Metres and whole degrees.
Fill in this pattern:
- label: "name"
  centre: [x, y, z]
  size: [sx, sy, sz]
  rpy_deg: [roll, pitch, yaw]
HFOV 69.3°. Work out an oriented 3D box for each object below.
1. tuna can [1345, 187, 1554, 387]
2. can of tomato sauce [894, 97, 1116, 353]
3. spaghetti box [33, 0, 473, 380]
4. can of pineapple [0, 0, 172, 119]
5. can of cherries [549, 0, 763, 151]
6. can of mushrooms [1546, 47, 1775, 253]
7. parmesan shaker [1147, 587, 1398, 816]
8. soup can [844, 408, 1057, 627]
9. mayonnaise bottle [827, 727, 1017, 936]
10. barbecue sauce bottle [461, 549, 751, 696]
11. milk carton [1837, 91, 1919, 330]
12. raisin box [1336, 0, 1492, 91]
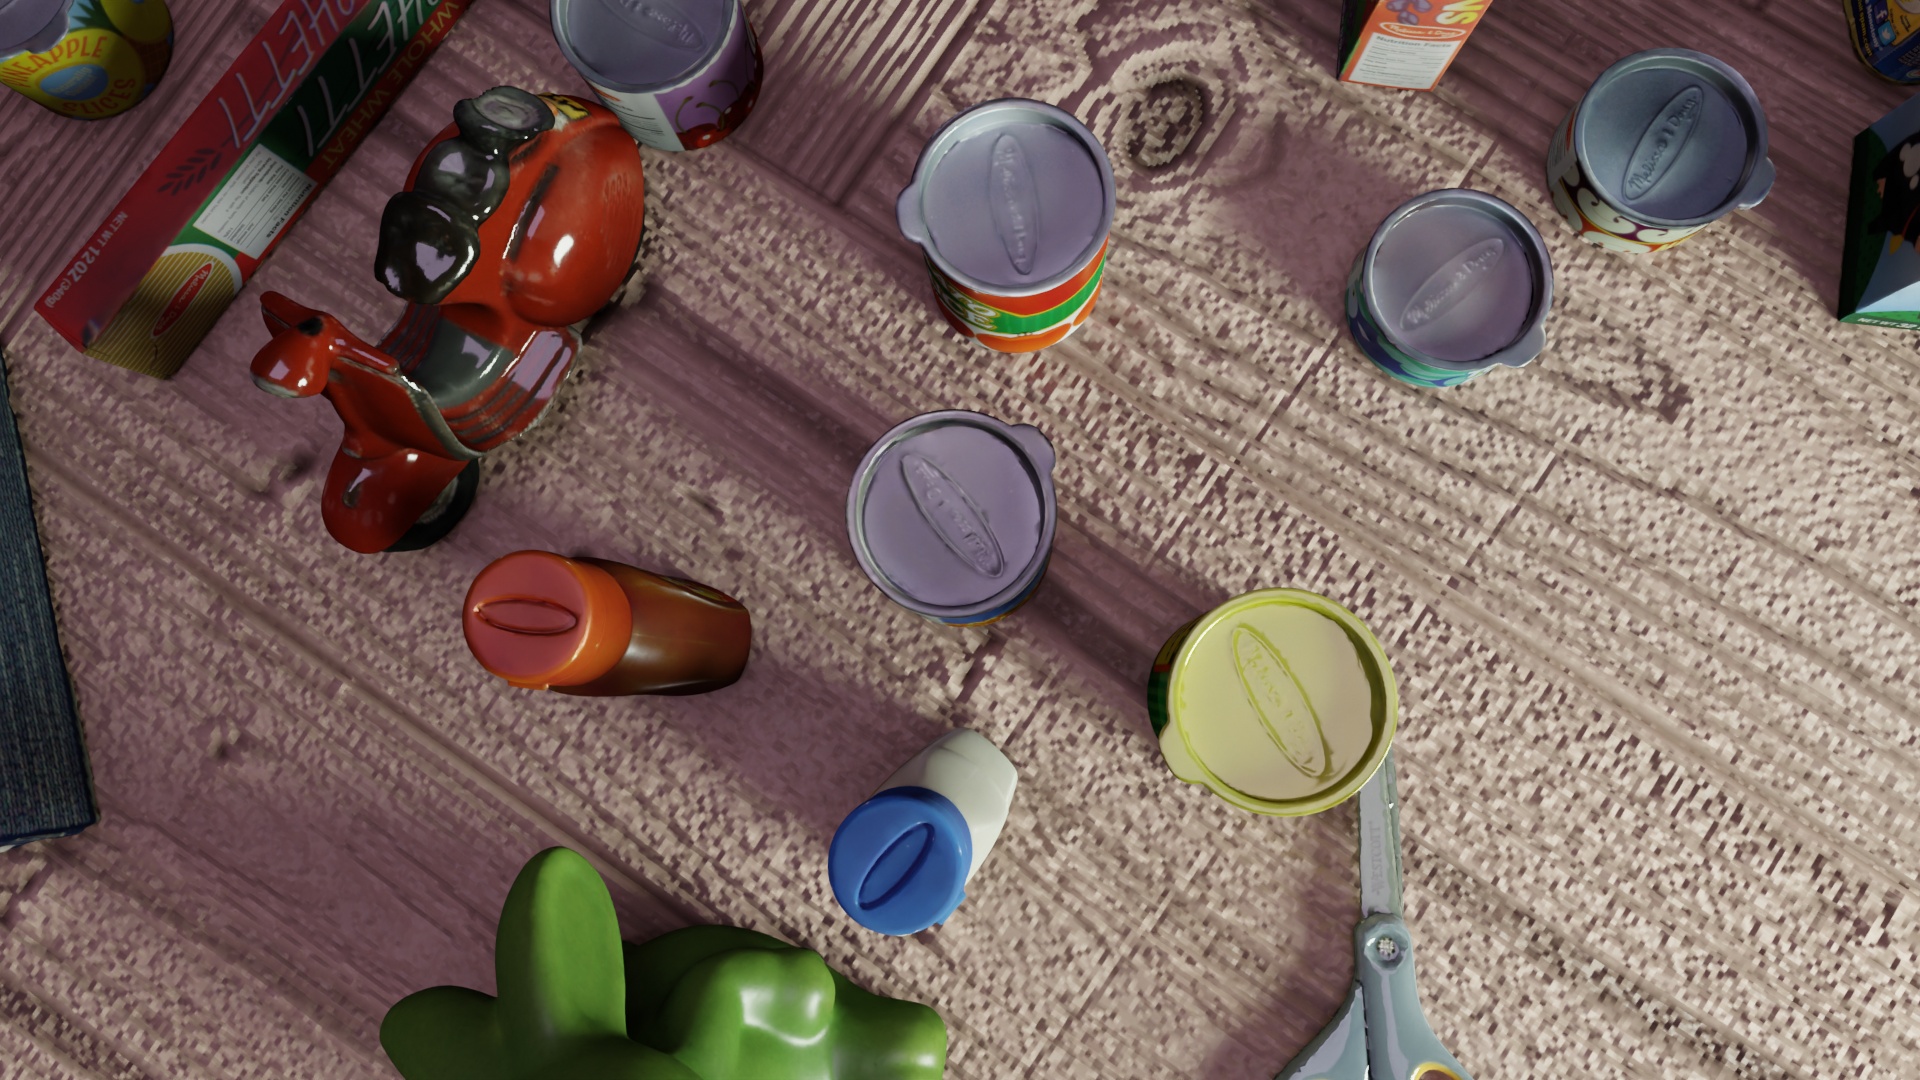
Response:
- label: "tuna can"
  centre: [0.176, -0.088, 0.500]
  size: [0.071, 0.033, 0.071]
  rpy_deg: [0, 84, 3]
- label: "can of tomato sauce"
  centre: [0.017, -0.105, 0.485]
  size: [0.071, 0.083, 0.071]
  rpy_deg: [0, 84, 3]
- label: "spaghetti box"
  centre: [-0.245, -0.170, 0.524]
  size: [0.029, 0.050, 0.250]
  rpy_deg: [37, 87, 6]
- label: "can of pineapple"
  centre: [-0.348, -0.201, 0.529]
  size: [0.071, 0.058, 0.071]
  rpy_deg: [0, 84, 3]
- label: "can of cherries"
  centre: [-0.108, -0.187, 0.514]
  size: [0.071, 0.058, 0.071]
  rpy_deg: [0, 84, 3]
- label: "can of mushrooms"
  centre: [0.252, -0.138, 0.501]
  size: [0.071, 0.033, 0.071]
  rpy_deg: [0, 84, 3]
- label: "parmesan shaker"
  centre: [0.094, 0.053, 0.453]
  size: [0.071, 0.103, 0.071]
  rpy_deg: [0, 84, 3]
- label: "soup can"
  centre: [0.002, -0.006, 0.474]
  size: [0.071, 0.083, 0.071]
  rpy_deg: [0, 84, 3]
- label: "mayonnaise bottle"
  centre: [-0.012, 0.091, 0.432]
  size: [0.041, 0.148, 0.065]
  rpy_deg: [41, 88, 6]
- label: "barbecue sauce bottle"
  centre: [-0.112, 0.028, 0.444]
  size: [0.065, 0.148, 0.043]
  rpy_deg: [7, 85, 4]
- label: "milk carton"
  centre: [0.352, -0.119, 0.414]
  size: [0.072, 0.190, 0.073]
  rpy_deg: [8, 85, 4]
- label: "raisin box"
  centre: [0.163, -0.218, 0.470]
  size: [0.040, 0.123, 0.086]
  rpy_deg: [8, 84, 4]
